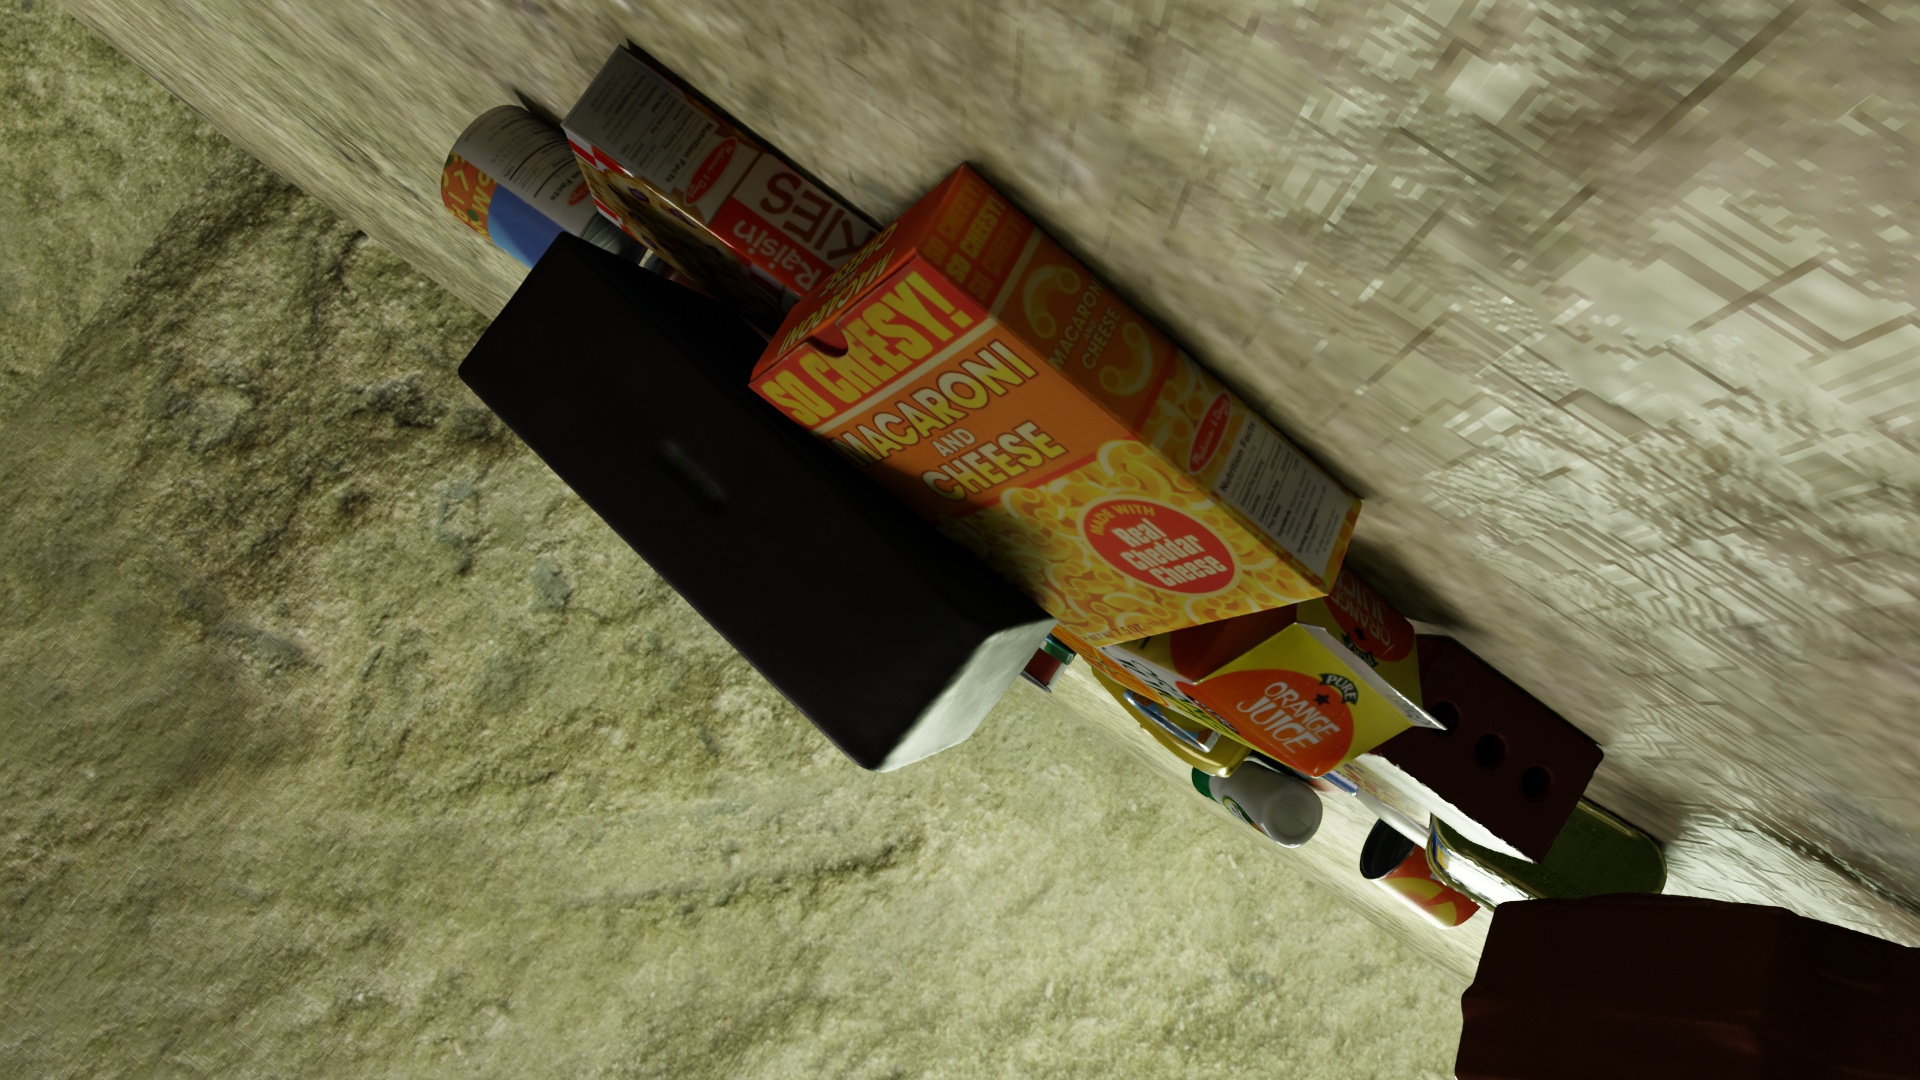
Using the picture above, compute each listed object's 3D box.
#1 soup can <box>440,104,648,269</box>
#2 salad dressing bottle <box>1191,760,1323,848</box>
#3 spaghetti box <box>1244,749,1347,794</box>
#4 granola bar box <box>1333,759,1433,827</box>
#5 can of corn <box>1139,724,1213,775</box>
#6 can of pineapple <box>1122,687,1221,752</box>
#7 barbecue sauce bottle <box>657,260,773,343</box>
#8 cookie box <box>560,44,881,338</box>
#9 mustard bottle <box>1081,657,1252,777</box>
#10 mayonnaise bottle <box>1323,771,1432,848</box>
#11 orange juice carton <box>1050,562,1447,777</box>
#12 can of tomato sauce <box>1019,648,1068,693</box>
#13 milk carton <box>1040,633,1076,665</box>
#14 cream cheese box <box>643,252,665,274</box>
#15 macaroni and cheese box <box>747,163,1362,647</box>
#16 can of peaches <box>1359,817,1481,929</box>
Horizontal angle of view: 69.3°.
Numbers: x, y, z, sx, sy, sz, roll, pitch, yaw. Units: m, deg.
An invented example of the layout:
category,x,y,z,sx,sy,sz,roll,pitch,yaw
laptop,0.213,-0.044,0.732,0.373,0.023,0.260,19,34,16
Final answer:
category,x,y,z,sx,sy,sz,roll,pitch,yaw
soup can,-0.205,-0.167,0.696,0.084,0.071,0.071,34,174,9
salad dressing bottle,0.211,0.184,1.012,0.064,0.044,0.147,36,175,-10
spaghetti box,0.241,0.157,0.996,0.050,0.029,0.249,34,174,9
granola bar box,0.169,0.074,0.697,0.166,0.039,0.124,31,172,26
can of corn,0.171,0.128,1.012,0.071,0.058,0.071,34,173,5
can of pineapple,0.142,0.090,0.873,0.071,0.058,0.071,34,174,4
barbecue sauce bottle,-0.074,-0.095,0.670,0.148,0.043,0.065,36,-172,-22
cookie box,-0.071,-0.109,0.551,0.167,0.040,0.123,35,174,-6
mustard bottle,0.132,0.093,0.948,0.160,0.065,0.048,38,170,26
mayonnaise bottle,0.262,0.149,0.775,0.148,0.041,0.064,34,172,19
orange juice carton,0.105,0.033,0.556,0.071,0.073,0.193,38,172,-25
can of tomato sauce,0.051,0.042,0.873,0.071,0.083,0.071,34,173,5
milk carton,0.000,-0.015,0.759,0.191,0.072,0.073,33,173,7
cream cheese box,-0.140,-0.126,0.727,0.053,0.024,0.104,36,-168,-22
macaroni and cheese box,0.026,-0.032,0.454,0.166,0.040,0.123,36,152,-18
can of peaches,0.295,0.199,0.869,0.058,0.071,0.071,35,174,-3
